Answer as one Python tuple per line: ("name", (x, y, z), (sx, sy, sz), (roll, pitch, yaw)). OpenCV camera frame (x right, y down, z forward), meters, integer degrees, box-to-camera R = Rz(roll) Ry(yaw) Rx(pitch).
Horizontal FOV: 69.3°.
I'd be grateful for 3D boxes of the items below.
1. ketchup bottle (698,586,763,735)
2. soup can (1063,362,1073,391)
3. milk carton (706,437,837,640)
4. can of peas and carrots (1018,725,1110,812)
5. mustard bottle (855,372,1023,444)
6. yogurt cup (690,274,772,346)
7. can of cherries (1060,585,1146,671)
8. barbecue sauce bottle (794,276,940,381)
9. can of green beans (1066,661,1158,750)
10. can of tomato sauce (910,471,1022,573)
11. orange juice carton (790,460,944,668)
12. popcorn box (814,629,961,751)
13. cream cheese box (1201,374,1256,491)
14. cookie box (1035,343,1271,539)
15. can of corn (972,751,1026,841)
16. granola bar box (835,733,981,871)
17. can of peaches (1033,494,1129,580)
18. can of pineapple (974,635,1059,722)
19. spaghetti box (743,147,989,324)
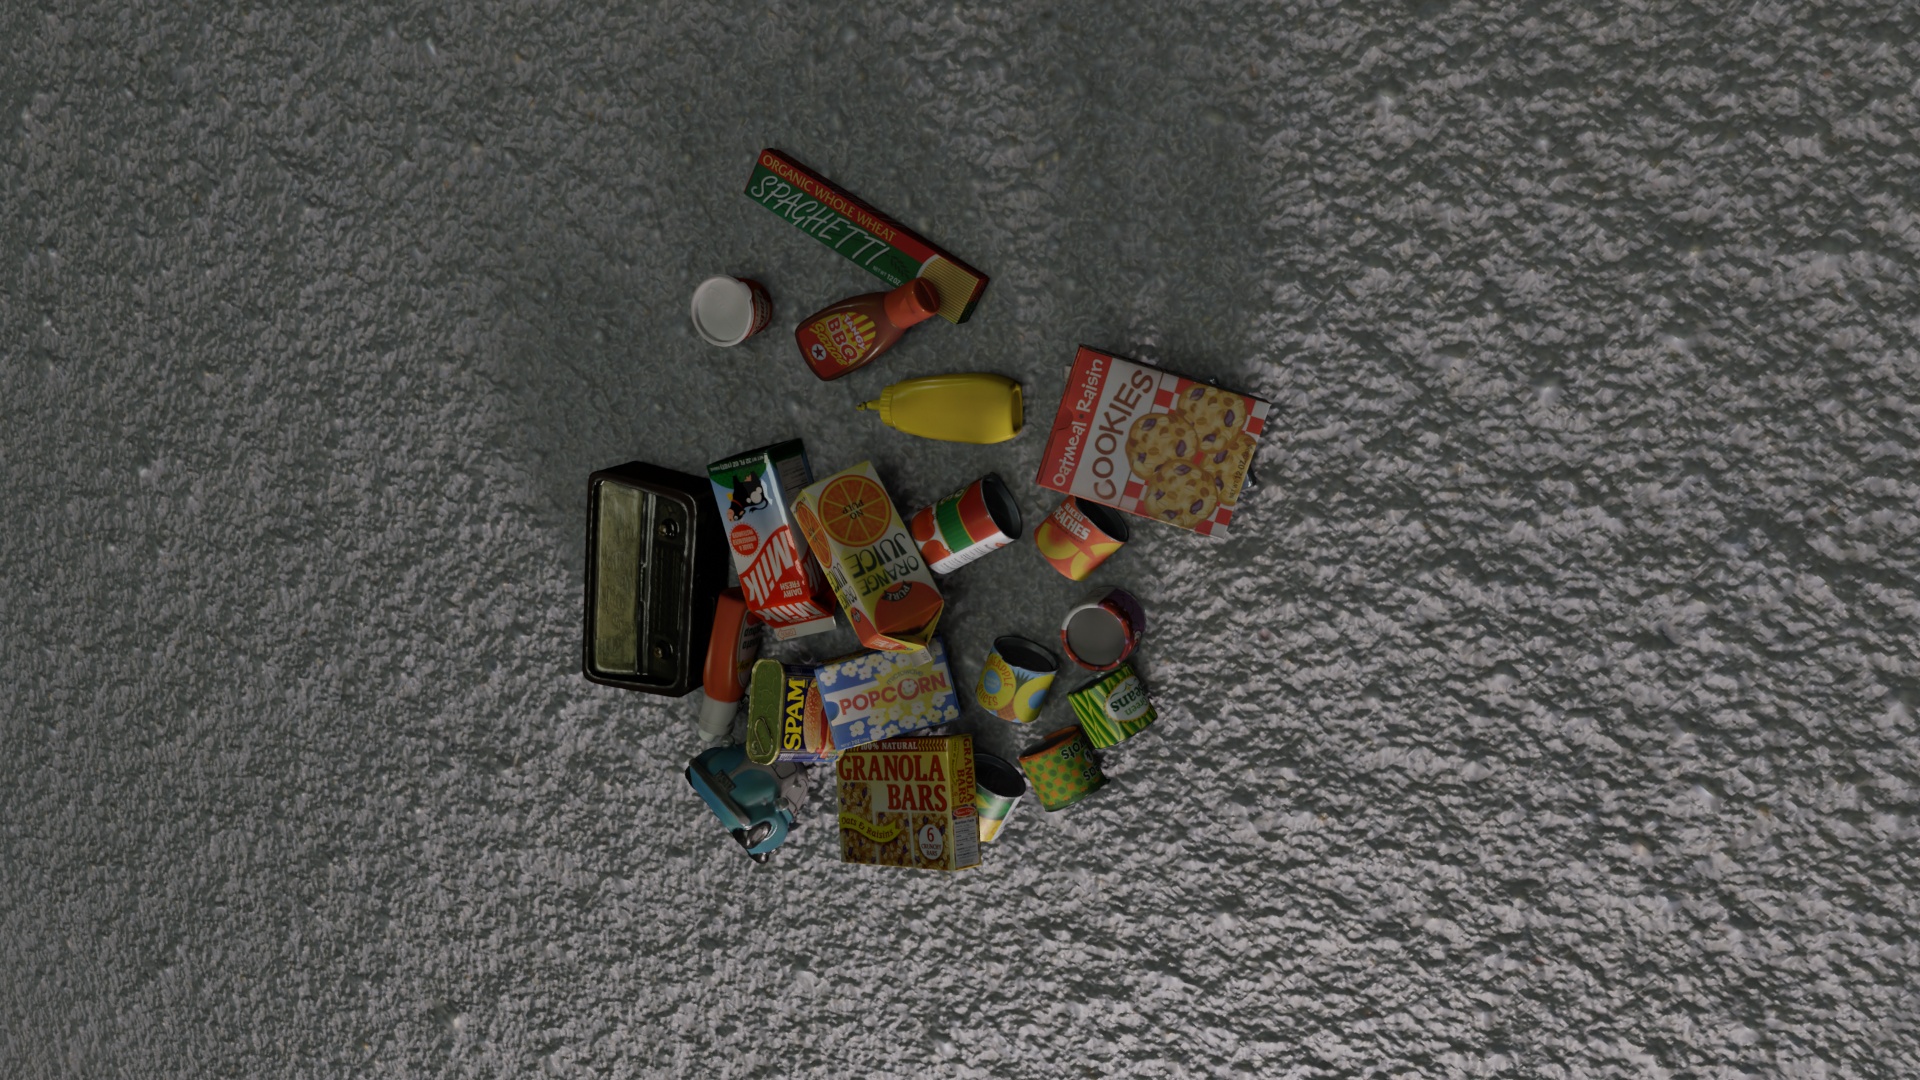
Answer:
("ketchup bottle", (-0.235, 0.123, 1.413), (0.043, 0.065, 0.148), (17, 101, 15))
("soup can", (0.126, -0.113, 1.224), (0.071, 0.071, 0.083), (5, 104, 20))
("milk carton", (-0.177, 0.003, 1.365), (0.072, 0.074, 0.190), (-13, 98, 23))
("can of peas and carrots", (0.098, 0.214, 1.311), (0.071, 0.071, 0.058), (-27, 91, 25))
("mustard bottle", (-0.023, -0.125, 1.288), (0.160, 0.049, 0.065), (5, 105, 21))
("yogurt cup", (-0.218, -0.223, 1.338), (0.072, 0.054, 0.072), (5, 104, 20))
("can of cherries", (0.133, 0.082, 1.271), (0.071, 0.058, 0.071), (5, 104, 21))
("barbecue sauce bottle", (-0.084, -0.199, 1.279), (0.148, 0.044, 0.064), (-19, 105, 38))
("can of green beans", (0.140, 0.152, 1.280), (0.071, 0.071, 0.058), (-28, 91, 25))
("can of tomato sauce", (0.005, -0.016, 1.294), (0.083, 0.071, 0.071), (-27, 92, 25))
("orange juice carton", (-0.079, 0.030, 1.294), (0.192, 0.073, 0.071), (62, 159, 5))
("popcorn box", (-0.070, 0.145, 1.348), (0.127, 0.038, 0.085), (-15, 98, -5))
("cream cheese box", (0.216, -0.088, 1.217), (0.053, 0.024, 0.103), (-19, 95, 24))
("cookie box", (0.161, -0.084, 1.174), (0.167, 0.040, 0.122), (17, 102, -3))
("can of corn", (0.019, 0.248, 1.349), (0.071, 0.071, 0.058), (32, 112, 12))
("granola bar box", (-0.053, 0.252, 1.347), (0.165, 0.039, 0.124), (-10, 82, 45))
("can of peaches", (0.107, -0.006, 1.254), (0.071, 0.071, 0.058), (47, 115, 5))
("can of pineapple", (0.052, 0.131, 1.308), (0.071, 0.071, 0.057), (25, 111, 14))
("spaghetti box", (-0.090, -0.284, 1.288), (0.250, 0.029, 0.050), (33, 112, 11))
